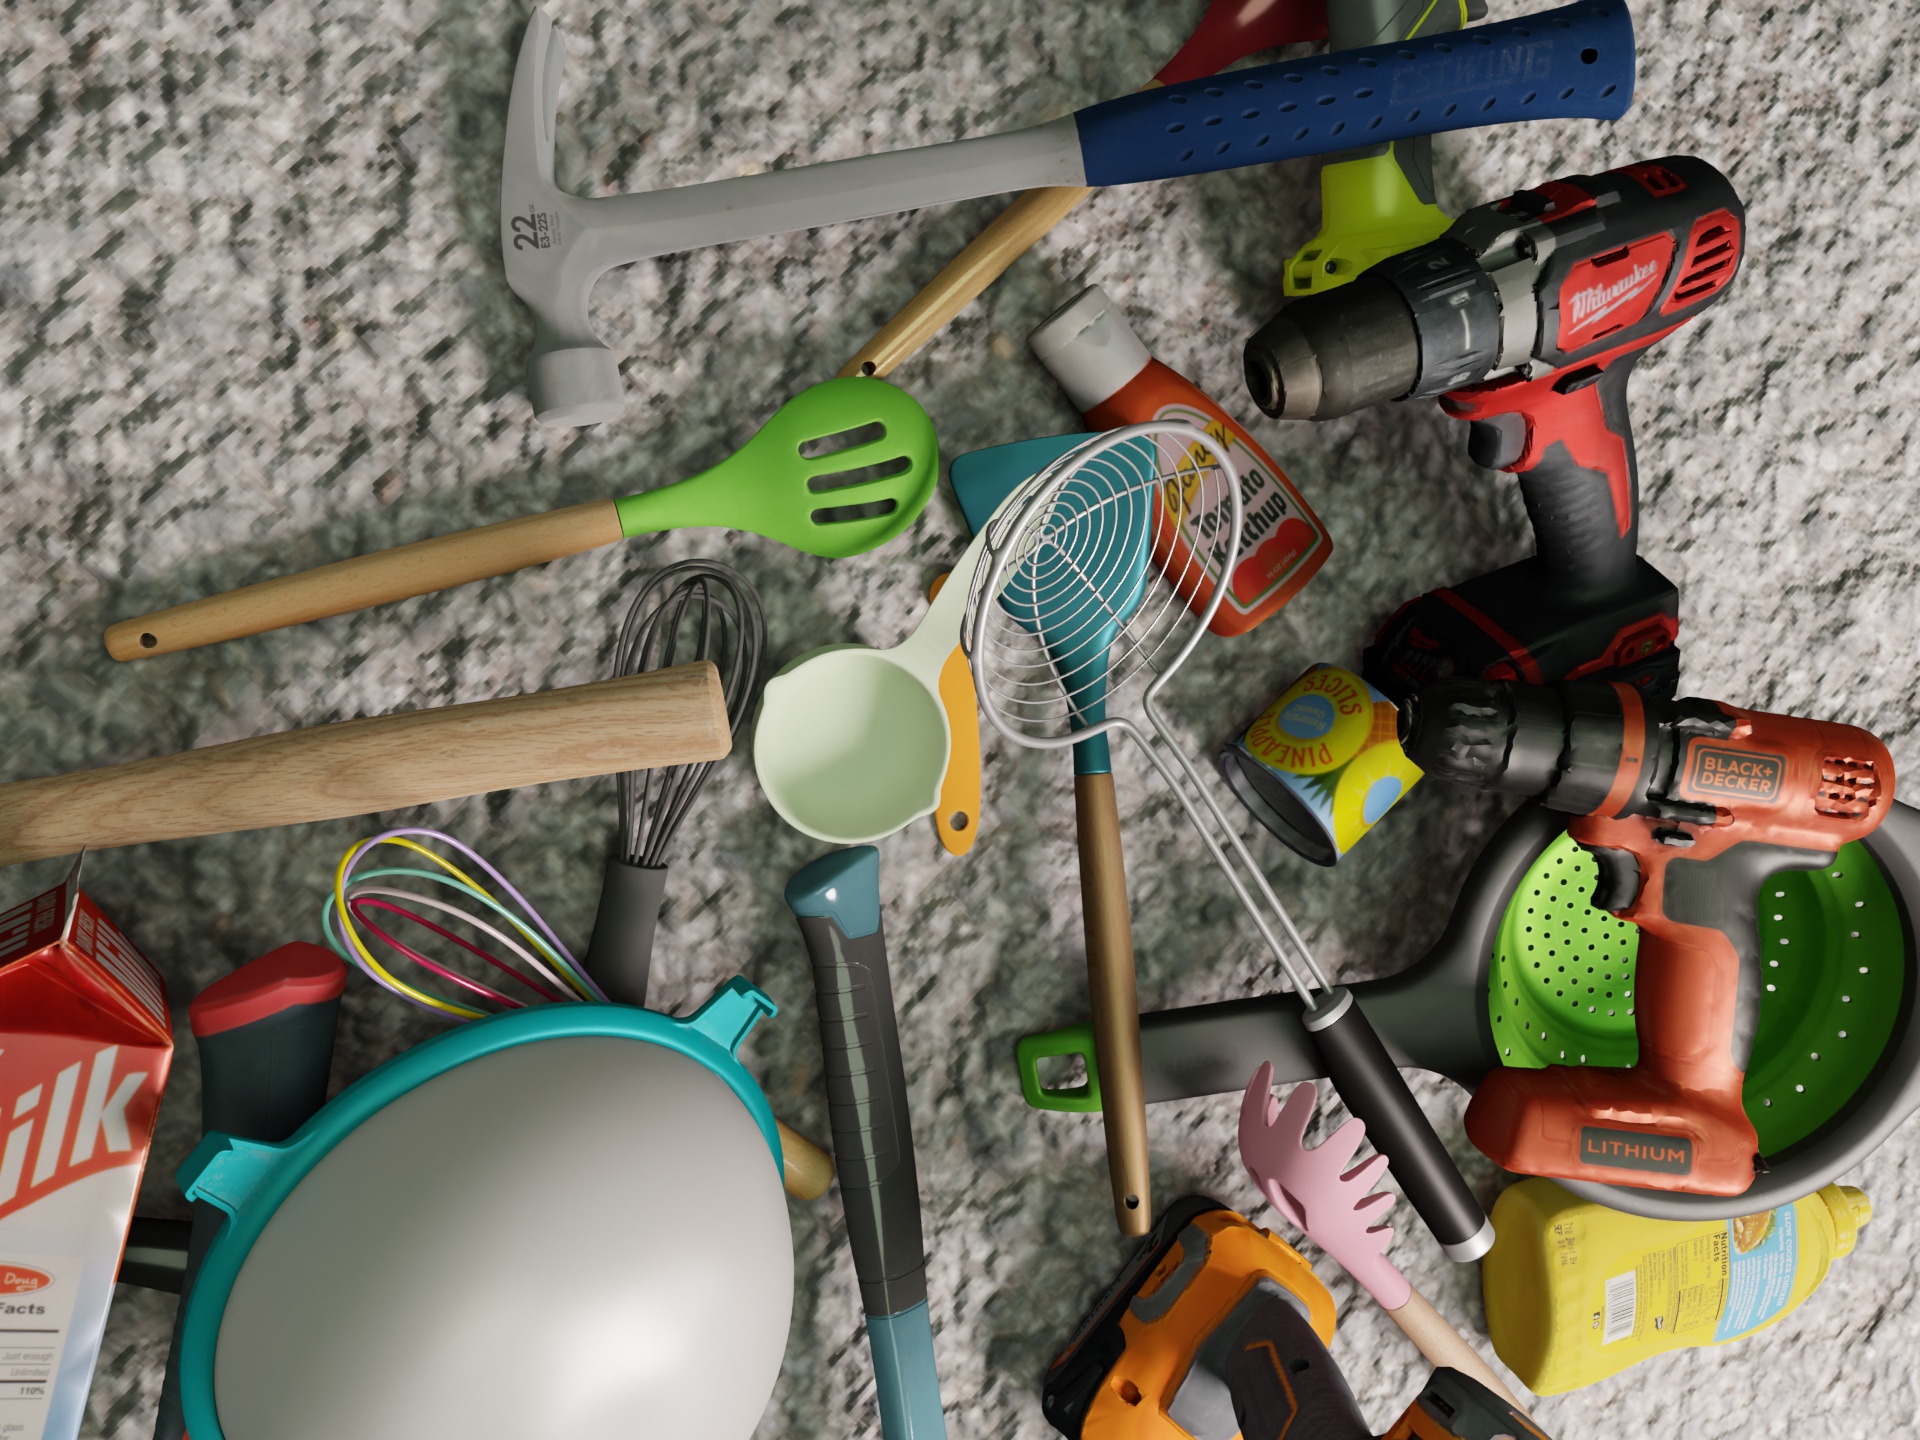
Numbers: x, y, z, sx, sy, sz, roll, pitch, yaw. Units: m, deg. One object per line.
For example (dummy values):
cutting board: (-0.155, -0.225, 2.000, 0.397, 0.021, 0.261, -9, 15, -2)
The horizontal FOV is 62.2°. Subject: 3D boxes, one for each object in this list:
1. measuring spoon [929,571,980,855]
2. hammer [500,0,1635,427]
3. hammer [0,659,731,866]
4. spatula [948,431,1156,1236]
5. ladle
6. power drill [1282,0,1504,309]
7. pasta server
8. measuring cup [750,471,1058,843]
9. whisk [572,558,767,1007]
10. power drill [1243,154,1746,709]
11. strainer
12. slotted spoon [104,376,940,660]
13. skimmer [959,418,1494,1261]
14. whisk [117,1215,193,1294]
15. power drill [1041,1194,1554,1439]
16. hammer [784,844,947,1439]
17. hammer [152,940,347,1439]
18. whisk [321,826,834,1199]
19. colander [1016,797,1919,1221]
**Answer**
measuring spoon: (-0.001, -0.002, 0.649, 0.021, 0.011, 0.117, -2, 94, -16)
hammer: (0.031, -0.210, 0.573, 0.405, 0.035, 0.144, -9, 95, 3)
hammer: (-0.246, 0.020, 0.545, 0.331, 0.031, 0.130, -10, 95, -5)
spatula: (0.053, 0.047, 0.635, 0.082, 0.044, 0.317, -6, 87, 8)
ladle: (0.063, -0.238, 0.646, 0.315, 0.031, 0.069, -45, 105, -7)
power drill: (0.200, -0.266, 0.636, 0.190, 0.080, 0.228, -13, 106, -17)
pasta server: (0.199, 0.248, 0.672, 0.040, 0.060, 0.316, -50, 122, -14)
measuring cup: (-0.018, -0.029, 0.622, 0.083, 0.038, 0.167, 37, 88, -17)
whisk: (-0.120, 0.056, 0.605, 0.055, 0.055, 0.239, 12, 94, -16)
power drill: (0.201, -0.088, 0.614, 0.188, 0.080, 0.226, -21, 128, -12)
strainer: (-0.134, 0.266, 0.541, 0.211, 0.095, 0.340, -12, 115, -33)
slotted spoon: (-0.153, -0.067, 0.594, 0.313, 0.031, 0.070, -16, 113, -12)
skimmer: (0.121, 0.062, 0.588, 0.127, 0.090, 0.363, -36, 100, -19)
whisk: (-0.330, 0.177, 0.548, 0.295, 0.073, 0.073, 17, 89, -23)
power drill: (0.111, 0.284, 0.586, 0.084, 0.226, 0.164, 40, 83, -14)
hammer: (-0.028, 0.216, 0.624, 0.128, 0.033, 0.331, -7, 89, -48)
hammer: (-0.248, 0.265, 0.553, 0.143, 0.038, 0.386, 12, 99, -18)
whisk: (-0.128, 0.118, 0.569, 0.051, 0.047, 0.244, -43, 126, 2)
colander: (0.222, 0.113, 0.690, 0.397, 0.094, 0.204, -9, 98, 3)
